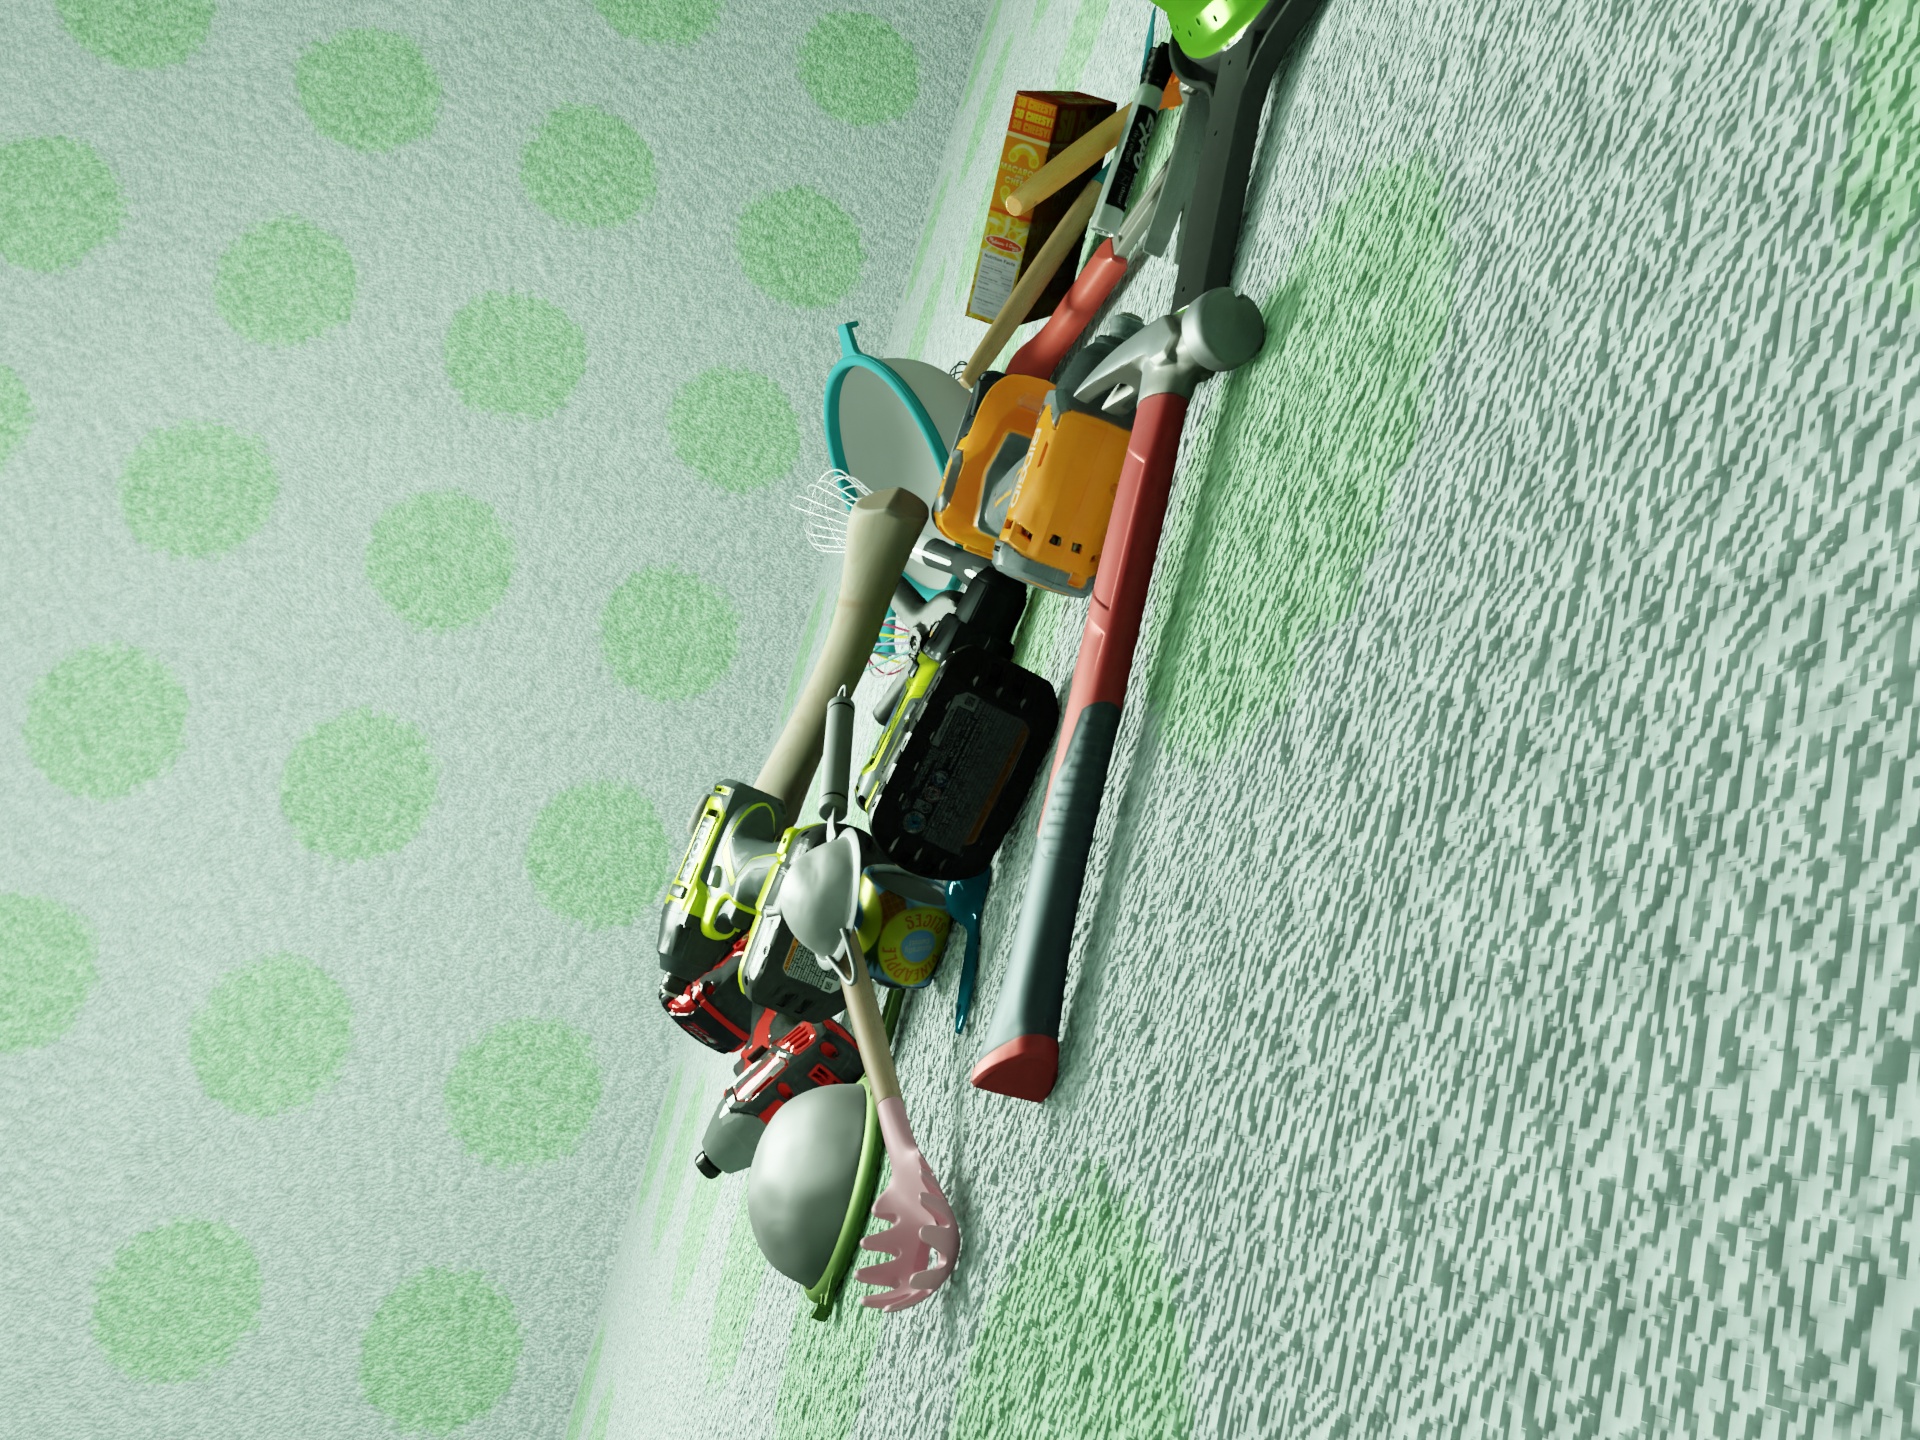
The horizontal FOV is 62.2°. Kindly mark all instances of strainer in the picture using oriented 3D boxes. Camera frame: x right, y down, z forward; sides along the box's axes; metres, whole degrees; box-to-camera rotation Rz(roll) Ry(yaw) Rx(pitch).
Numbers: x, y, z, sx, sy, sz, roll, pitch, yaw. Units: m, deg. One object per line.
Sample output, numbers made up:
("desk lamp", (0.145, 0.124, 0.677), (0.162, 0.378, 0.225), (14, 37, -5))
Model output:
("strainer", (-0.083, 0.061, 1.003), (0.259, 0.050, 0.086), (-90, 22, -50))
("strainer", (-0.027, -0.173, 1.351), (0.211, 0.095, 0.340), (53, 156, 26))
("strainer", (-0.089, 0.253, 1.060), (0.151, 0.069, 0.256), (-175, 101, -80))

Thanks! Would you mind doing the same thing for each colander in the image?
("colander", (0.126, -0.382, 0.859), (0.204, 0.094, 0.397), (171, 113, -67))

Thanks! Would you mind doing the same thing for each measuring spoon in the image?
("measuring spoon", (-0.002, 0.131, 0.936), (0.129, 0.021, 0.042), (-82, 14, -50))

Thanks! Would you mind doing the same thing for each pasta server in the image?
("pasta server", (-0.051, 0.192, 0.883), (0.060, 0.040, 0.317), (-54, 31, 20))

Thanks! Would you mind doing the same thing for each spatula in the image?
("spatula", (0.103, -0.398, 1.038), (0.323, 0.041, 0.081), (-49, -3, -42))
("spatula", (0.078, -0.376, 1.168), (0.317, 0.044, 0.082), (-58, -6, -11))

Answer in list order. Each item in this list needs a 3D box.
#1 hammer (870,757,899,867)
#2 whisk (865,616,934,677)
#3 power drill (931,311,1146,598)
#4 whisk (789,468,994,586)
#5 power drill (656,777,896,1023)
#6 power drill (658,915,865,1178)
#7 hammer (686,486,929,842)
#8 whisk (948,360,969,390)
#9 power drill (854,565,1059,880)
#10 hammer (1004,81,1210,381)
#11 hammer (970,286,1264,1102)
("hammer", (-0.045, 0.072, 1.237), (0.332, 0.031, 0.130), (-89, 19, -56))
("whisk", (-0.037, -0.064, 1.304), (0.051, 0.047, 0.245), (-33, 11, -20))
("power drill", (0.055, -0.169, 0.992), (0.227, 0.084, 0.164), (-138, 66, -74))
("whisk", (-0.045, -0.139, 1.231), (0.285, 0.070, 0.070), (28, 102, 49))
("power drill", (-0.148, 0.138, 1.168), (0.223, 0.080, 0.171), (7, 73, 58))
("power drill", (-0.158, 0.247, 1.213), (0.143, 0.078, 0.220), (-44, 27, 1))
("hammer", (-0.096, -0.011, 1.217), (0.038, 0.146, 0.410), (-67, 4, -46))
("whisk", (0.001, -0.248, 1.496), (0.055, 0.055, 0.239), (123, 157, -56))
("power drill", (-0.002, -0.003, 1.014), (0.190, 0.080, 0.228), (-64, 9, 7))
("hammer", (0.095, -0.302, 1.113), (0.359, 0.036, 0.149), (139, 147, -70))
("hammer", (0.060, -0.012, 0.771), (0.143, 0.038, 0.386), (-17, 57, 67))
